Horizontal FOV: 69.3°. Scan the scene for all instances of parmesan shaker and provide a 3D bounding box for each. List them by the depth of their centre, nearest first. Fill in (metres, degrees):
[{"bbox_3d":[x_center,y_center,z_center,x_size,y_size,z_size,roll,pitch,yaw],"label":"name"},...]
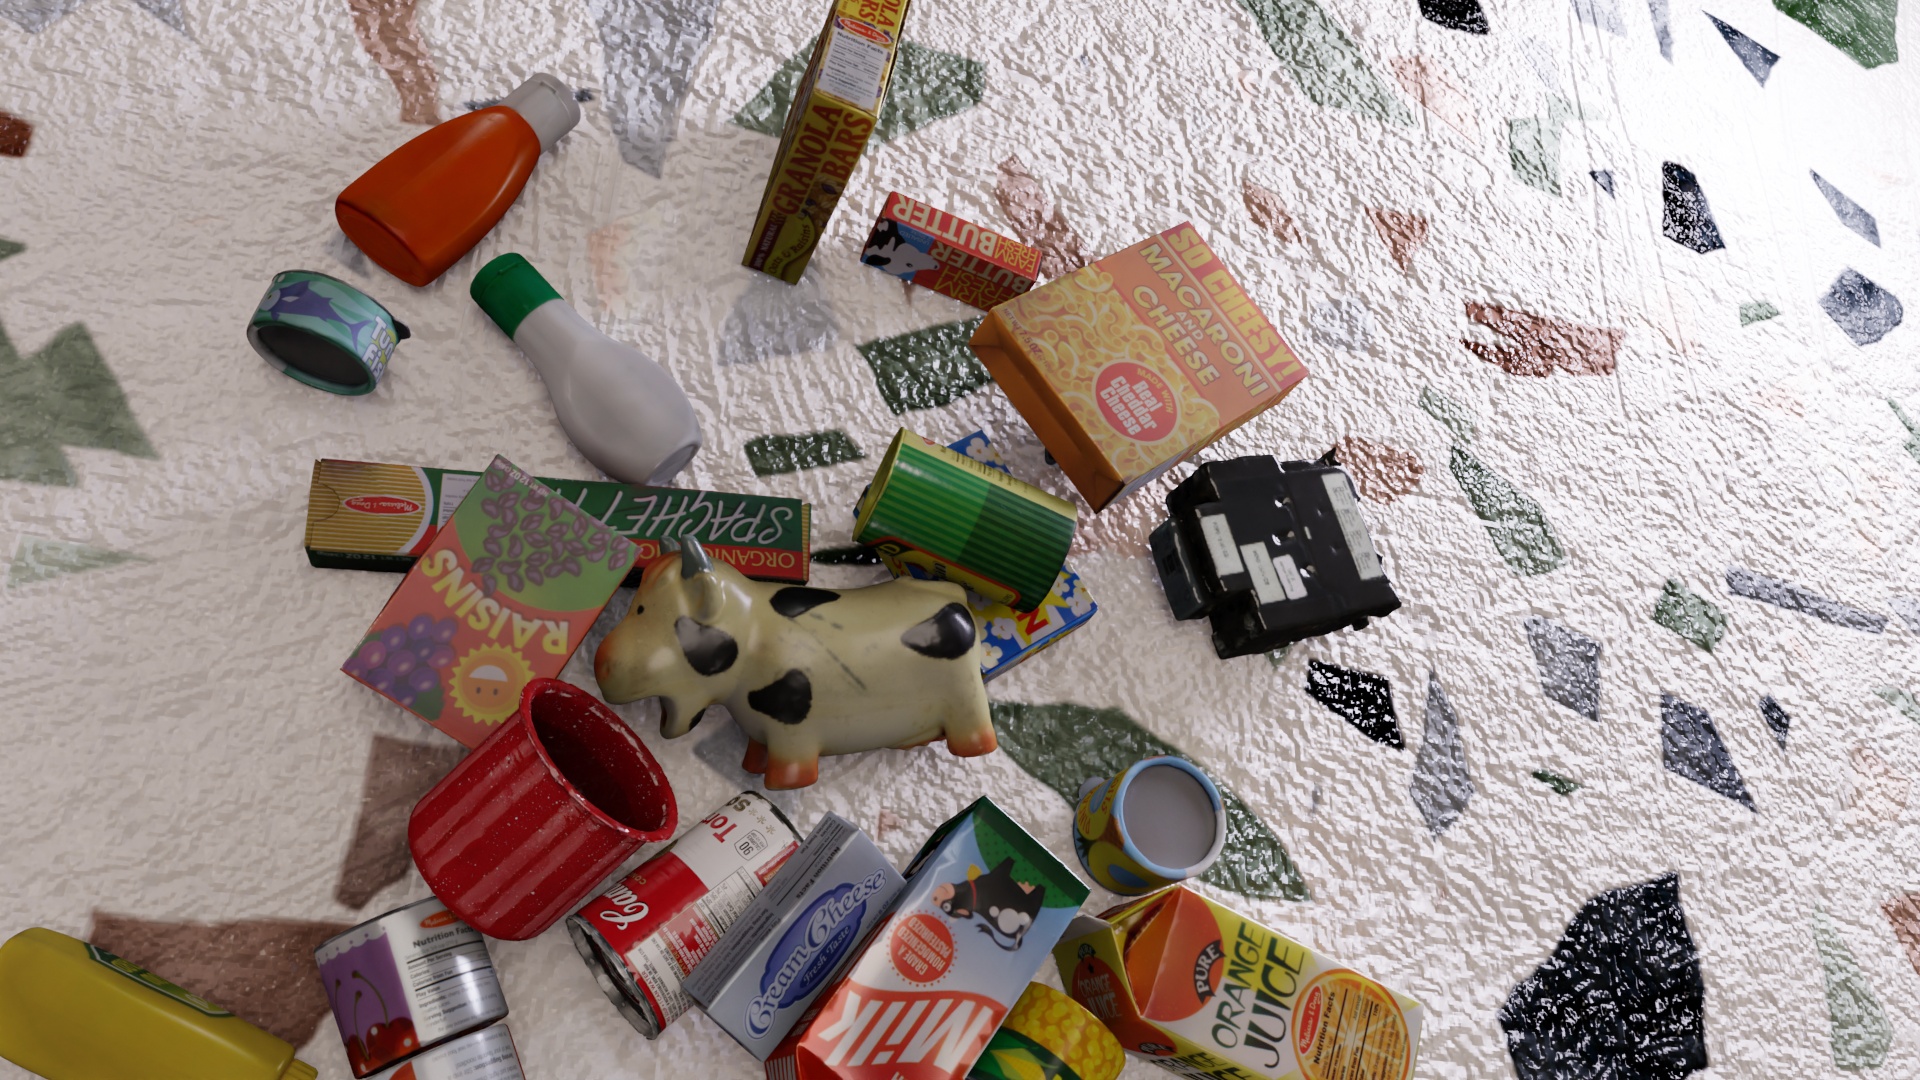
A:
[{"bbox_3d":[0.003,-0.009,0.735,0.103,0.071,0.071,24,61,-8],"label":"parmesan shaker"}]

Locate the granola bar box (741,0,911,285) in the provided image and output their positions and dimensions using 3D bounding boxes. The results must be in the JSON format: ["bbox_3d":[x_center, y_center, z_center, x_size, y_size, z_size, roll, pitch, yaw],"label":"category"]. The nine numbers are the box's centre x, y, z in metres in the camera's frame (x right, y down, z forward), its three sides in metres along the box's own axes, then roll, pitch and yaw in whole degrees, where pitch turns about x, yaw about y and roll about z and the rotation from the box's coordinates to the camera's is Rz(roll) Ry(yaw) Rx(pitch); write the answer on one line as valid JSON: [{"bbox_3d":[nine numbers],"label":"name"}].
[{"bbox_3d":[-0.076,-0.244,0.803,0.039,0.164,0.125,18,62,-15],"label":"granola bar box"}]

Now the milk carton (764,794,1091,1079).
[{"bbox_3d":[-0.027,0.222,0.663,0.073,0.072,0.191,41,60,1],"label":"milk carton"}]

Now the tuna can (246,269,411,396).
[{"bbox_3d":[-0.320,-0.103,0.705,0.071,0.070,0.033,19,63,-11],"label":"tuna can"}]

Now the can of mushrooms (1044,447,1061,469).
[{"bbox_3d":[0.080,-0.073,0.838,0.033,0.070,0.071,21,62,-12],"label":"can of mushrooms"}]

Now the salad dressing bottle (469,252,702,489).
[{"bbox_3d":[-0.205,-0.094,0.757,0.148,0.043,0.064,47,61,6],"label":"salad dressing bottle"}]

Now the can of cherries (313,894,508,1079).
[{"bbox_3d":[-0.239,0.193,0.604,0.072,0.071,0.058,-19,76,-26],"label":"can of cherries"}]

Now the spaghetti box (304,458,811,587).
[{"bbox_3d":[-0.203,-0.004,0.725,0.250,0.028,0.050,5,66,-18],"label":"spaghetti box"}]

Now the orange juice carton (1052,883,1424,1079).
[{"bbox_3d":[0.133,0.238,0.716,0.193,0.071,0.073,27,61,-7],"label":"orange juice carton"}]

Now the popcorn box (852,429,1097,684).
[{"bbox_3d":[0.008,0.011,0.792,0.085,0.038,0.127,-28,79,-27],"label":"popcorn box"}]

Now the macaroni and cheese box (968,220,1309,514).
[{"bbox_3d":[0.105,-0.105,0.803,0.167,0.040,0.124,-30,79,-33],"label":"macaroni and cheese box"}]

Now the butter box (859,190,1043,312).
[{"bbox_3d":[-0.006,-0.176,0.862,0.103,0.053,0.024,20,64,-11],"label":"butter box"}]

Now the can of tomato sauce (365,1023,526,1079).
[{"bbox_3d":[-0.211,0.257,0.584,0.071,0.071,0.083,-17,74,-26],"label":"can of tomato sauce"}]

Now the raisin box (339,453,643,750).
[{"bbox_3d":[-0.225,0.033,0.672,0.086,0.040,0.123,35,75,-13],"label":"raisin box"}]

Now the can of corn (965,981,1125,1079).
[{"bbox_3d":[0.040,0.258,0.673,0.071,0.071,0.058,41,59,1],"label":"can of corn"}]

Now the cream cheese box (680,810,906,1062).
[{"bbox_3d":[-0.074,0.179,0.632,0.104,0.024,0.053,-49,132,-20],"label":"cream cheese box"}]

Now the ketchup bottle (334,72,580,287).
[{"bbox_3d":[-0.276,-0.210,0.783,0.065,0.043,0.149,37,60,-2],"label":"ketchup bottle"}]

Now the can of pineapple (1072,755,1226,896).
[{"bbox_3d":[0.100,0.153,0.750,0.071,0.057,0.071,8,65,-17],"label":"can of pineapple"}]

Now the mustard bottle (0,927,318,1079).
[{"bbox_3d":[-0.318,0.213,0.567,0.160,0.065,0.049,32,65,-11],"label":"mustard bottle"}]
